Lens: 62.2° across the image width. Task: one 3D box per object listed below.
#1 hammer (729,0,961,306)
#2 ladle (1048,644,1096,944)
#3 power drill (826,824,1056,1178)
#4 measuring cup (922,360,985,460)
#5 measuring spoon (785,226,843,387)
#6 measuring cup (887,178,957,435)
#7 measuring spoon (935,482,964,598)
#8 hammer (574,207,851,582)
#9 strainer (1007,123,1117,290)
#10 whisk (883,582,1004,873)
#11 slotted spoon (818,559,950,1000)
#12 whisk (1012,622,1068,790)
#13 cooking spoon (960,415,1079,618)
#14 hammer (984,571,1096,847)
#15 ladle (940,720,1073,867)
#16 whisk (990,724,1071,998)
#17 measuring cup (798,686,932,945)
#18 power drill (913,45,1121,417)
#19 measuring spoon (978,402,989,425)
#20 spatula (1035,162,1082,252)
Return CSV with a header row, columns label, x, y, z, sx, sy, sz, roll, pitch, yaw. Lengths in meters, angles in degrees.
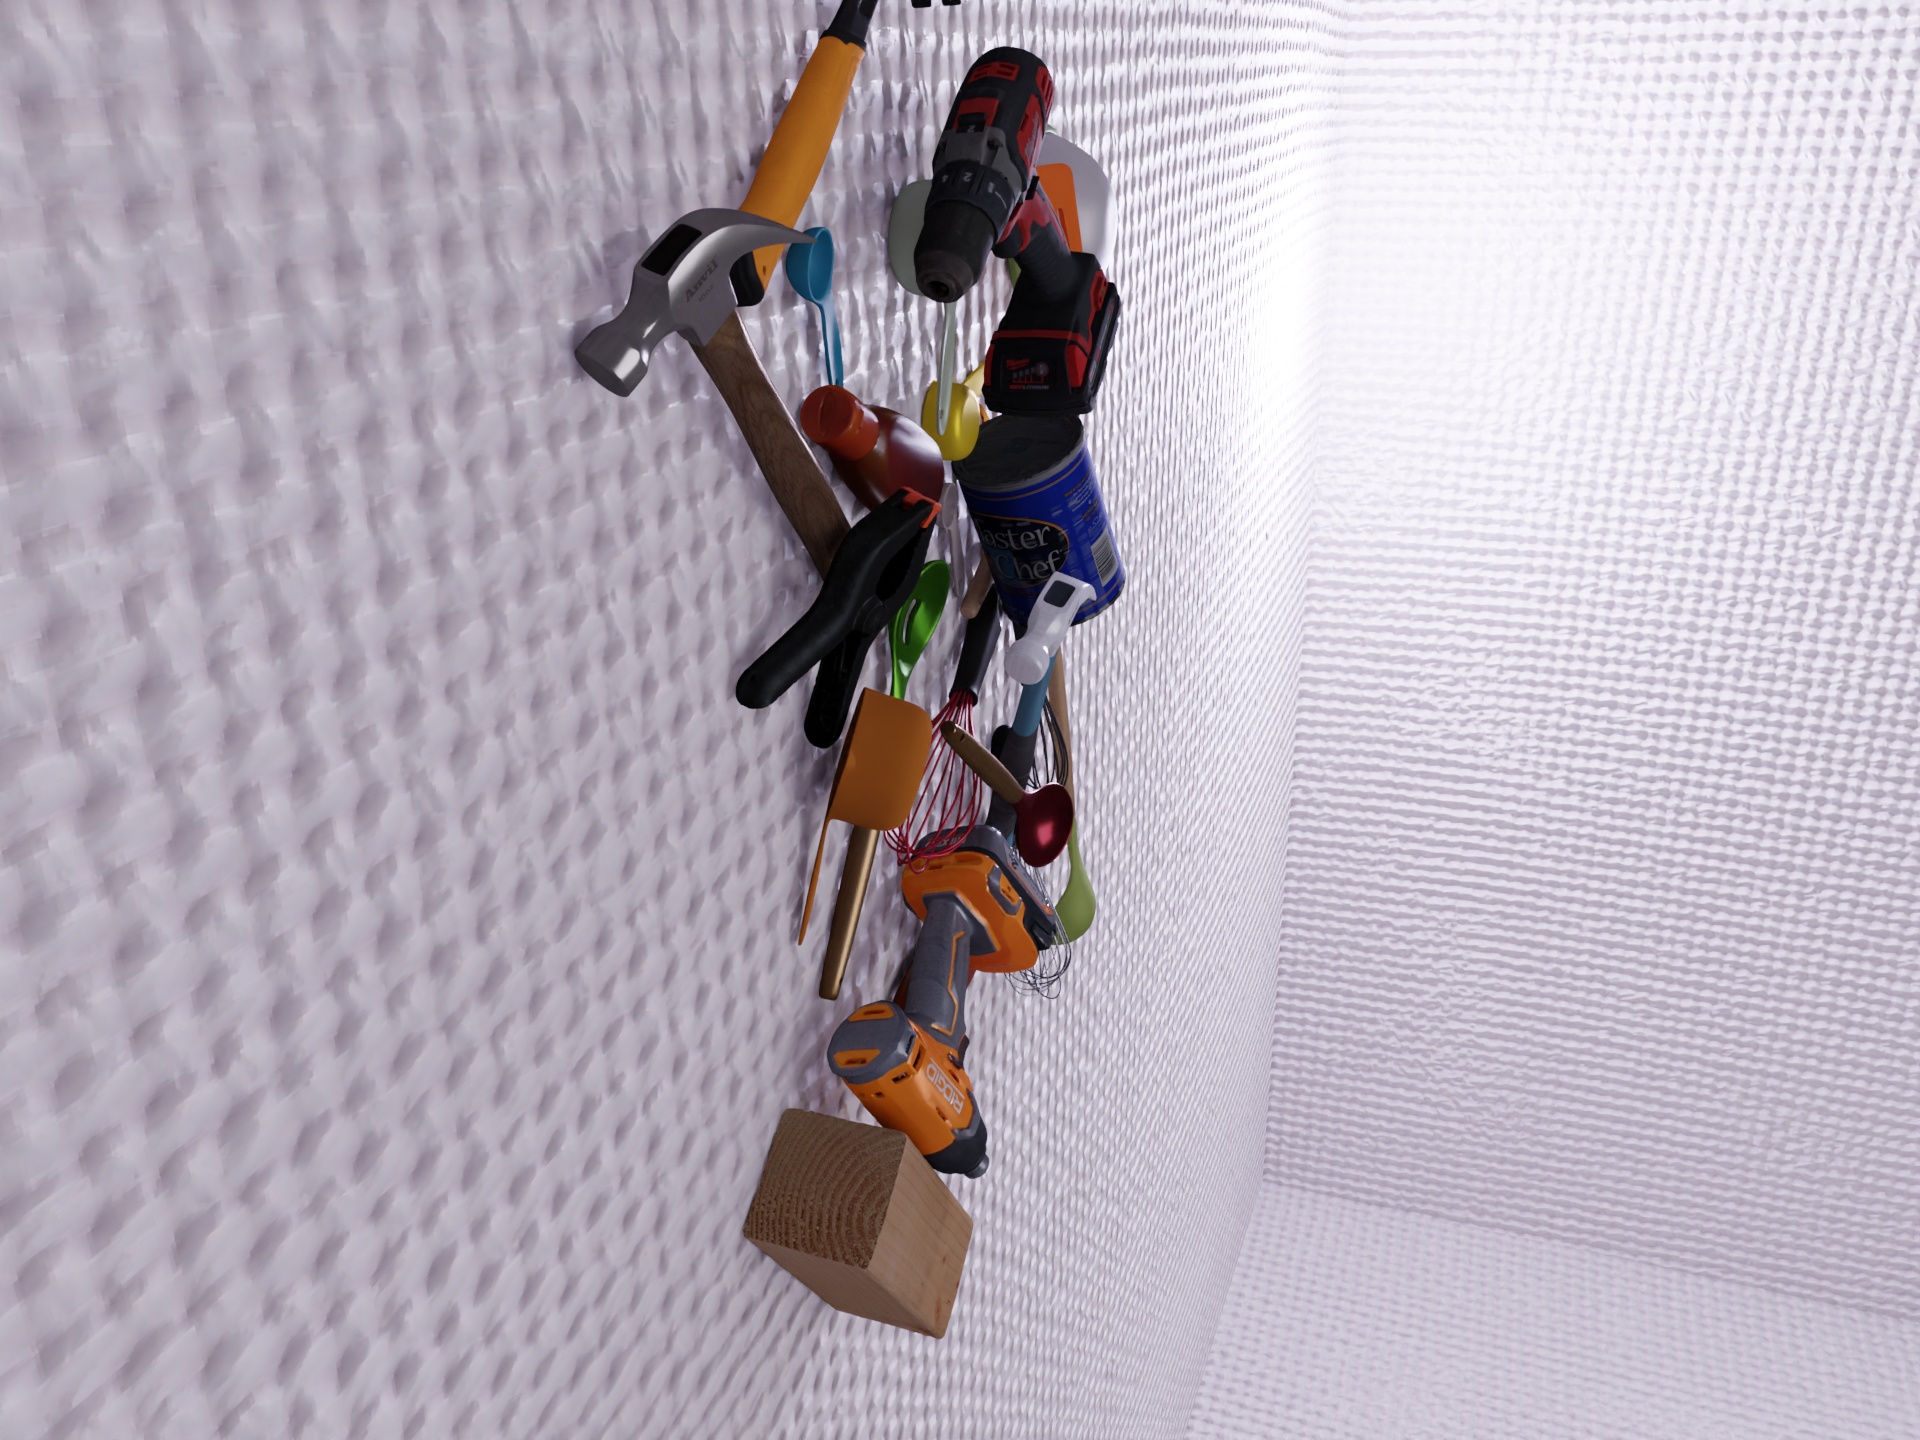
label,x,y,z,sx,sy,sz,roll,pitch,yaw
hammer,-0.072,-0.361,0.901,0.127,0.034,0.337,65,37,-55
ladle,0.090,0.066,1.526,0.078,0.062,0.320,-37,125,-62
power drill,-0.003,0.206,1.142,0.164,0.084,0.227,56,38,-32
measuring cup,0.013,-0.241,1.189,0.157,0.029,0.062,-54,146,-50
measuring spoon,-0.086,-0.236,0.941,0.128,0.021,0.042,86,20,-55
measuring cup,-0.023,-0.277,1.067,0.083,0.038,0.167,-39,135,-63
measuring spoon,-0.011,-0.133,1.197,0.124,0.018,0.034,80,24,-56
hammer,-0.098,-0.152,0.870,0.130,0.031,0.331,-55,158,-12
strainer,0.074,-0.403,1.246,0.256,0.069,0.151,-14,110,-71
whisk,-0.002,-0.004,1.204,0.073,0.073,0.296,78,21,-44
slotted spoon,-0.057,0.038,1.101,0.070,0.031,0.314,37,64,-68
whisk,0.061,-0.034,1.390,0.055,0.055,0.238,-46,135,-60
cooking spoon,0.055,-0.198,1.344,0.068,0.017,0.319,67,34,-40
hammer,0.048,0.011,1.238,0.330,0.033,0.128,102,14,-52
ladle,0.033,0.049,1.158,0.069,0.031,0.315,-67,159,-9
whisk,0.055,0.130,1.420,0.070,0.070,0.284,-53,140,-55
measuring cup,-0.061,0.068,1.027,0.095,0.052,0.173,-130,-125,-82
power drill,0.034,-0.297,1.051,0.226,0.080,0.188,61,40,-55
measuring spoon,0.027,-0.198,1.260,0.021,0.011,0.116,-56,136,-42
spatula,0.062,-0.267,1.250,0.081,0.041,0.322,-32,138,-39
